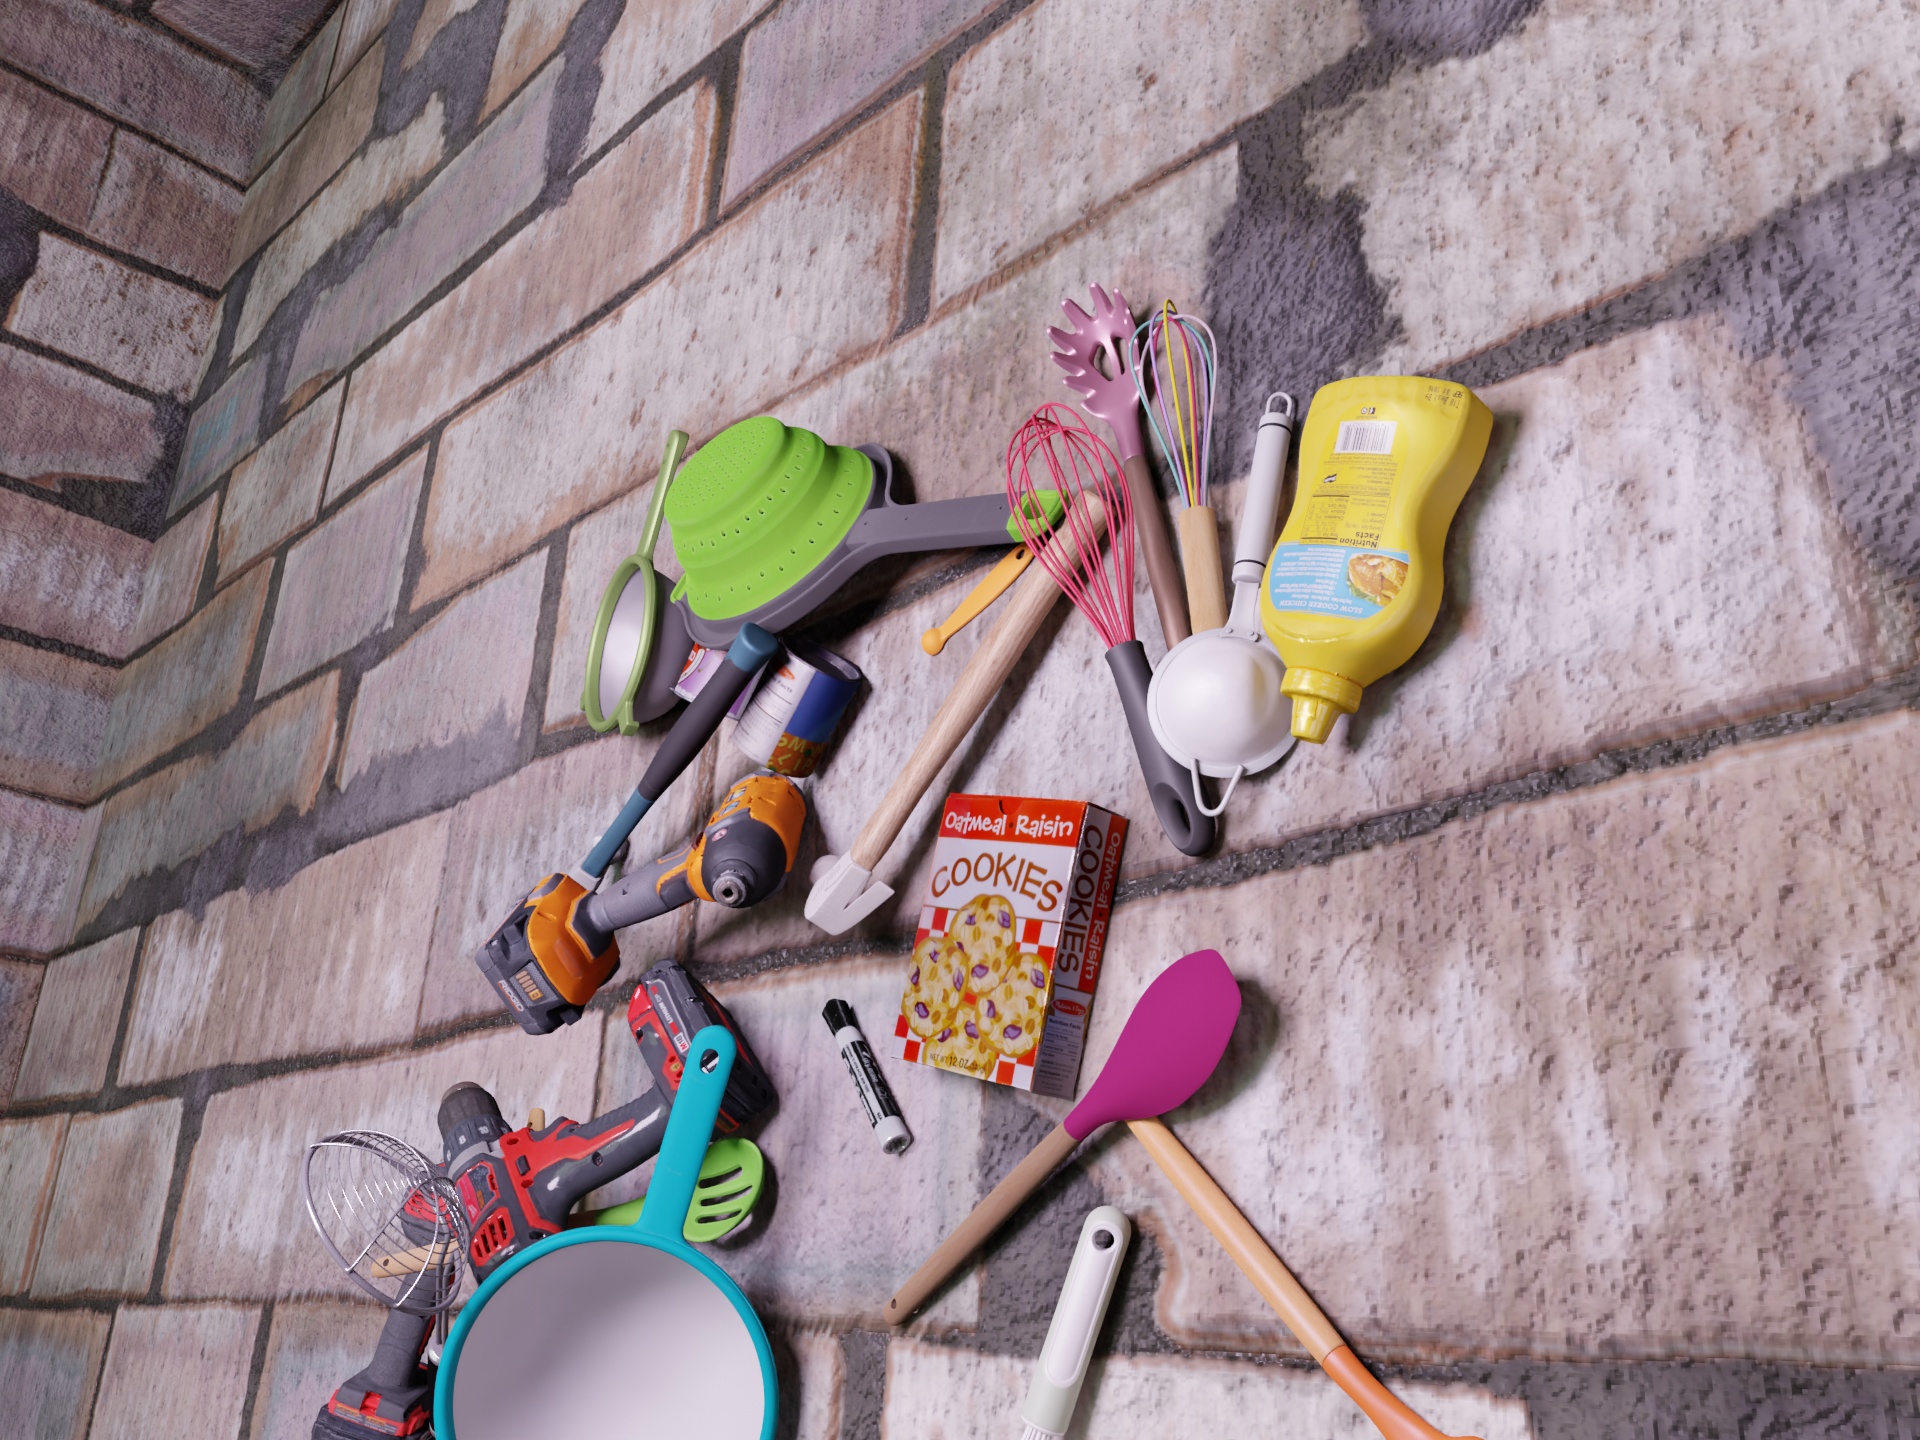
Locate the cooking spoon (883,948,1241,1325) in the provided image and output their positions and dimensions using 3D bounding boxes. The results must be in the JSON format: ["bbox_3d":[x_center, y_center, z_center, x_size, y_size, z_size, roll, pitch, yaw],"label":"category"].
[{"bbox_3d":[0.047,0.241,0.874,0.318,0.017,0.069,-52,38,25],"label":"cooking spoon"}]

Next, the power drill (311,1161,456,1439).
[{"bbox_3d":[-0.410,0.447,1.232,0.143,0.078,0.220,81,-155,-81],"label":"power drill"}]

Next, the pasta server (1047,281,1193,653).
[{"bbox_3d":[0.109,-0.141,0.981,0.060,0.040,0.317,-26,56,26],"label":"pasta server"}]

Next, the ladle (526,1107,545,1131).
[{"bbox_3d":[-0.307,0.415,1.099,0.069,0.031,0.316,-26,46,23],"label":"ladle"}]

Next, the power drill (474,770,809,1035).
[{"bbox_3d":[-0.214,0.125,1.094,0.226,0.084,0.164,-29,13,9],"label":"power drill"}]

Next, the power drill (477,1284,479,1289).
[{"bbox_3d":[-0.285,0.468,1.117,0.171,0.080,0.223,-31,49,37],"label":"power drill"}]

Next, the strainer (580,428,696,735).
[{"bbox_3d":[-0.243,-0.109,1.320,0.151,0.069,0.256,18,93,62],"label":"strainer"}]

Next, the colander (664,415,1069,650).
[{"bbox_3d":[-0.094,-0.157,1.123,0.397,0.094,0.205,1,52,46],"label":"colander"}]

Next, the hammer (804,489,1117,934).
[{"bbox_3d":[-0.002,-0.003,1.021,0.331,0.031,0.130,-56,11,6],"label":"hammer"}]

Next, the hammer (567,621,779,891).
[{"bbox_3d":[-0.225,0.041,1.191,0.331,0.033,0.128,-49,10,35],"label":"hammer"}]

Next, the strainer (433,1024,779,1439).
[{"bbox_3d":[-0.198,0.359,1.016,0.095,0.211,0.340,85,-159,-83],"label":"strainer"}]

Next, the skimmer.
[{"bbox_3d":[-0.371,0.396,1.045,0.127,0.090,0.363,52,143,35],"label":"skimmer"}]

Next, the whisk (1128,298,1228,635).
[{"bbox_3d":[0.135,-0.143,0.942,0.047,0.051,0.245,106,161,-69],"label":"whisk"}]

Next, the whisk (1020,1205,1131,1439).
[{"bbox_3d":[0.040,0.372,0.822,0.058,0.059,0.246,18,81,12],"label":"whisk"}]

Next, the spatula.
[{"bbox_3d":[0.154,0.277,0.741,0.081,0.041,0.323,-59,40,12],"label":"spatula"}]

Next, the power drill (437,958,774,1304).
[{"bbox_3d":[-0.261,0.269,1.105,0.226,0.080,0.188,-38,40,-5],"label":"power drill"}]

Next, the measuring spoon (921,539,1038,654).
[{"bbox_3d":[0.011,-0.085,1.084,0.117,0.011,0.021,-43,46,27],"label":"measuring spoon"}]

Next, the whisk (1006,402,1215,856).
[{"bbox_3d":[0.089,-0.058,0.924,0.073,0.073,0.296,-33,65,35],"label":"whisk"}]

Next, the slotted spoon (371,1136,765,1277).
[{"bbox_3d":[-0.272,0.350,1.103,0.314,0.031,0.070,-16,48,14],"label":"slotted spoon"}]

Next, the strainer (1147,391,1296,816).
[{"bbox_3d":[0.158,-0.075,0.886,0.087,0.050,0.259,8,69,15],"label":"strainer"}]
